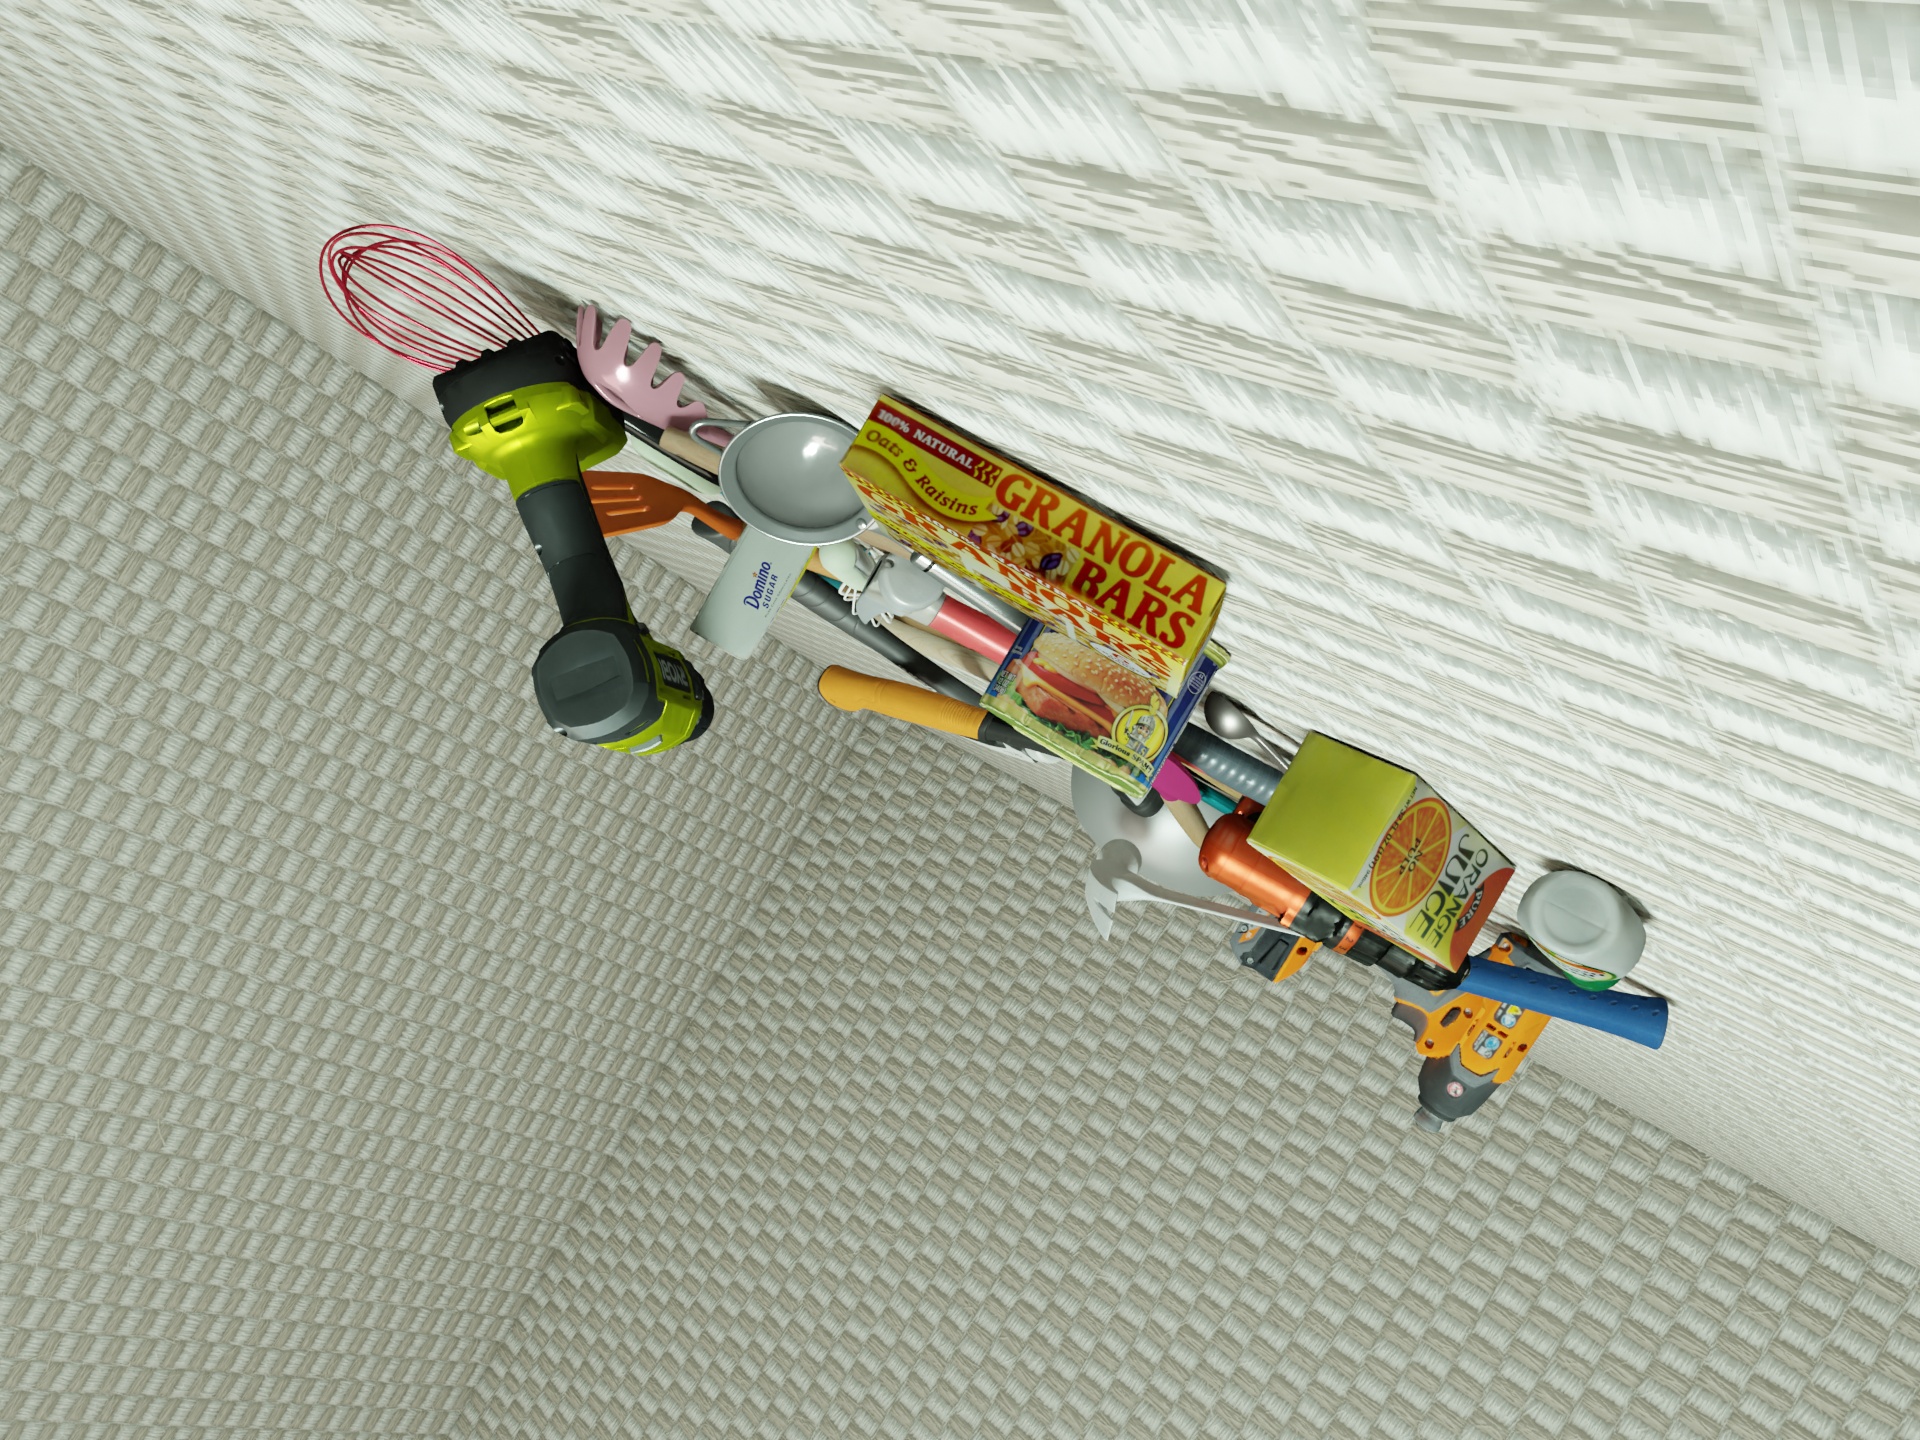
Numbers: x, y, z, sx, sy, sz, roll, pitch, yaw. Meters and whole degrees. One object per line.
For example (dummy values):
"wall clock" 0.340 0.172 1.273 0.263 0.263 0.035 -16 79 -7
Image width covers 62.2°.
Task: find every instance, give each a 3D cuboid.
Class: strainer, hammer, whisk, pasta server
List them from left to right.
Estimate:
"whisk" -0.248 -0.214 0.980 0.295 0.073 0.073 26 179 -25
"pasta server" -0.091 -0.144 0.933 0.316 0.040 0.060 28 179 -32
"whisk" -0.066 -0.099 1.076 0.059 0.058 0.246 -6 179 4
"hammer" -0.070 -0.068 1.263 0.334 0.035 0.146 35 172 -21
"strainer" -0.024 -0.092 0.827 0.258 0.050 0.087 33 132 -19
"hammer" -0.009 -0.062 1.362 0.146 0.038 0.411 34 175 -34
"hammer" -0.002 -0.004 1.185 0.337 0.034 0.127 16 160 47
"hammer" 0.114 0.003 0.990 0.386 0.038 0.143 28 172 -8
"strainer" 0.211 0.110 1.366 0.340 0.095 0.211 31 -178 -39
"hammer" 0.284 0.162 1.120 0.405 0.035 0.144 14 -167 11

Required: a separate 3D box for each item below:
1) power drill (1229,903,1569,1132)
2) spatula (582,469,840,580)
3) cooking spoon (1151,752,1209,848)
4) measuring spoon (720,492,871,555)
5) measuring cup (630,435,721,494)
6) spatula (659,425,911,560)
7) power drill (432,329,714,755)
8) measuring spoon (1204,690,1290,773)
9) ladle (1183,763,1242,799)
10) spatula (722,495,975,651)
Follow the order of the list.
"power drill" 0.323 0.197 1.209 0.226 0.164 0.084 32 -169 15
"spatula" -0.147 -0.123 1.134 0.322 0.041 0.081 17 -151 -47
"cooking spoon" 0.138 0.049 1.014 0.069 0.017 0.318 29 175 20
"measuring spoon" -0.120 -0.154 1.169 0.128 0.021 0.042 22 -179 -22
"measuring cup" -0.155 -0.161 1.097 0.167 0.038 0.083 35 175 -34
"spatula" -0.018 -0.093 0.874 0.316 0.018 0.060 24 171 -2
"power drill" -0.208 -0.088 0.912 0.190 0.080 0.228 36 -146 -82
"measuring spoon" 0.184 0.032 0.929 0.124 0.018 0.034 46 178 -8
"ladle" 0.154 0.016 1.167 0.315 0.031 0.069 31 176 -40
"spatula" -0.069 -0.110 1.290 0.318 0.044 0.082 24 174 23
